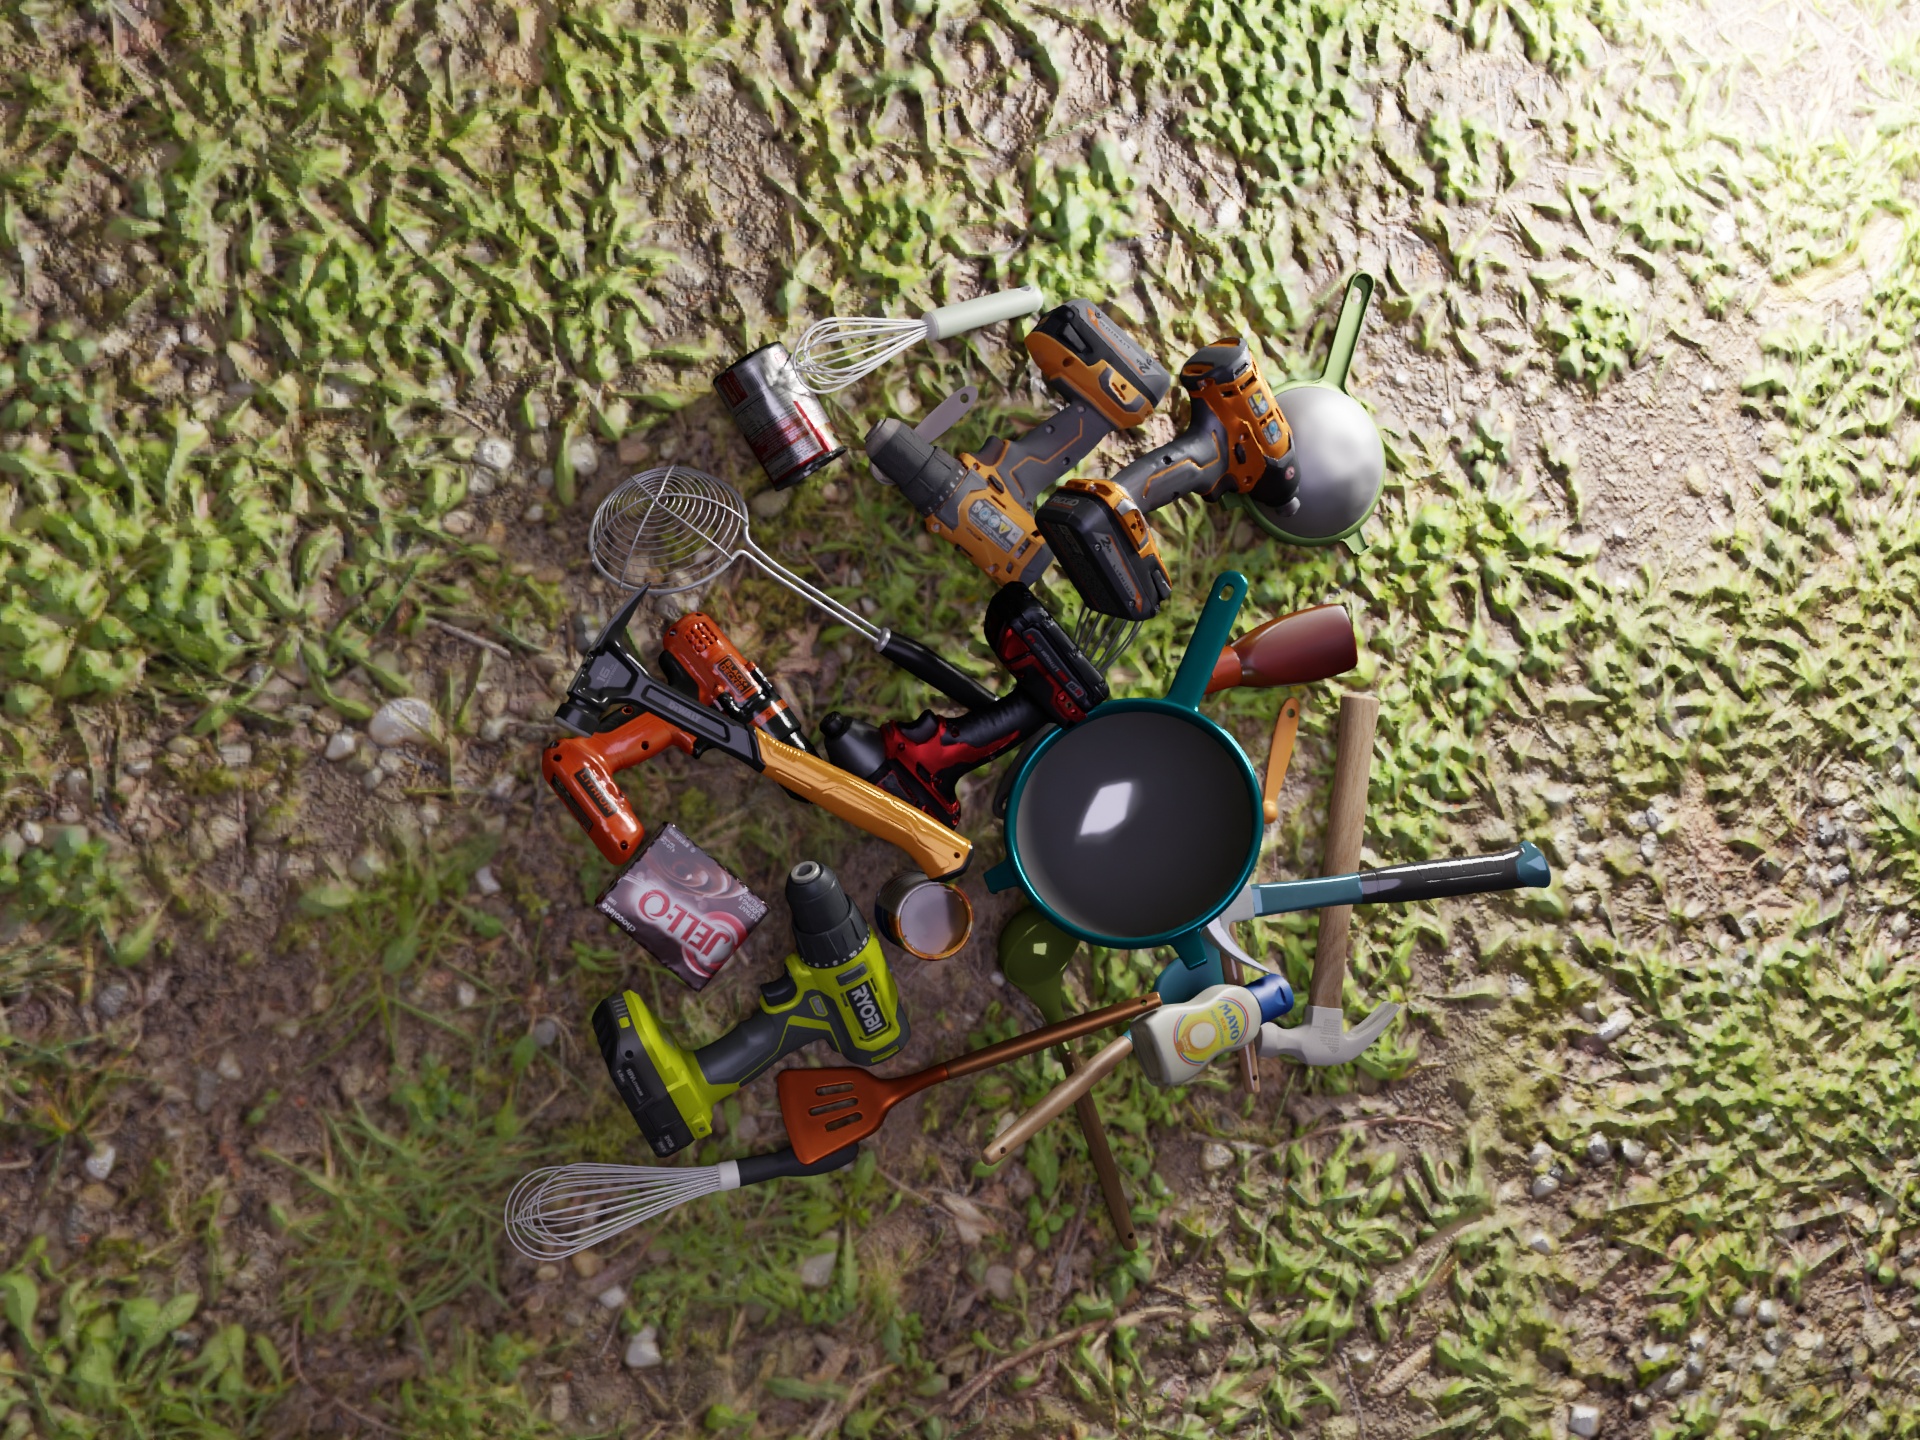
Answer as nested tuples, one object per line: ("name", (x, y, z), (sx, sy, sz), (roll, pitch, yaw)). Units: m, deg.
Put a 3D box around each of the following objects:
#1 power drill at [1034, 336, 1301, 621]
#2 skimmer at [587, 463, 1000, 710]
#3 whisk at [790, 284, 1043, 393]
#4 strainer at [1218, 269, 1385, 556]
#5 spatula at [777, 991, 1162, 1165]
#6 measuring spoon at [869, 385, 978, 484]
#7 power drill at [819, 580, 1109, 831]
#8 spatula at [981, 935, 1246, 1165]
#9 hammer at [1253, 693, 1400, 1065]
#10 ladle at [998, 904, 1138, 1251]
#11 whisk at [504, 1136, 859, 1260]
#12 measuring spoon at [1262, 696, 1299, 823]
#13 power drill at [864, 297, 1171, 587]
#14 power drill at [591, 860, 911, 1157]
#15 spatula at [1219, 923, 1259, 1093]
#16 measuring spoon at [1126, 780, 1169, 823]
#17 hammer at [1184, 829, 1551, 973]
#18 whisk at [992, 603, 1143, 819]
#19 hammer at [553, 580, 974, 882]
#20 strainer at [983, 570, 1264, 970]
("power drill", (0.186, -0.184, 1.310), (0.226, 0.084, 0.164), (-43, 119, -14))
("skimmer", (-0.129, -0.088, 1.309), (0.363, 0.090, 0.127), (32, 56, -22))
("whisk", (-0.032, -0.322, 1.313), (0.246, 0.058, 0.059), (-23, 125, -27))
("strainer", (0.335, -0.281, 1.406), (0.151, 0.069, 0.256), (17, 87, -13))
("spatula", (0.011, 0.279, 1.305), (0.322, 0.041, 0.081), (-20, 67, 3))
("measuring spoon", (-0.032, -0.244, 1.349), (0.124, 0.018, 0.034), (-43, 111, -17))
("power drill", (-0.002, -0.004, 1.289), (0.219, 0.079, 0.143), (-40, 112, 6))
("spatula", (0.129, 0.280, 1.324), (0.317, 0.044, 0.082), (-29, 98, -41))
("hammer", (0.341, 0.142, 1.421), (0.130, 0.031, 0.331), (8, 87, -13))
("ladle", (0.104, 0.307, 1.351), (0.078, 0.062, 0.320), (-21, 97, -23))
("whisk", (-0.218, 0.373, 1.274), (0.284, 0.070, 0.070), (-7, 91, -18))
("measuring spoon", (0.286, 0.036, 1.419), (0.021, 0.011, 0.117), (15, 86, -13))
("power drill", (0.045, -0.245, 1.328), (0.185, 0.084, 0.226), (38, 85, -15))
("power drill", (-0.164, 0.224, 1.247), (0.228, 0.080, 0.190), (-26, 124, -11))
("spatula", (0.228, 0.169, 1.393), (0.059, 0.018, 0.316), (-8, 87, -27))
("measuring spoon", (0.166, 0.115, 1.384), (0.042, 0.021, 0.128), (2, 87, -13))
("hammer", (0.360, 0.144, 1.391), (0.331, 0.033, 0.128), (-5, 88, -11))
("whisk", (0.090, -0.021, 1.358), (0.055, 0.055, 0.239), (31, 87, -11))
("hammer", (-0.134, 0.026, 1.227), (0.336, 0.034, 0.127), (30, 78, -12))
("strainer", (0.173, 0.038, 1.336), (0.211, 0.095, 0.340), (19, 74, 20))
